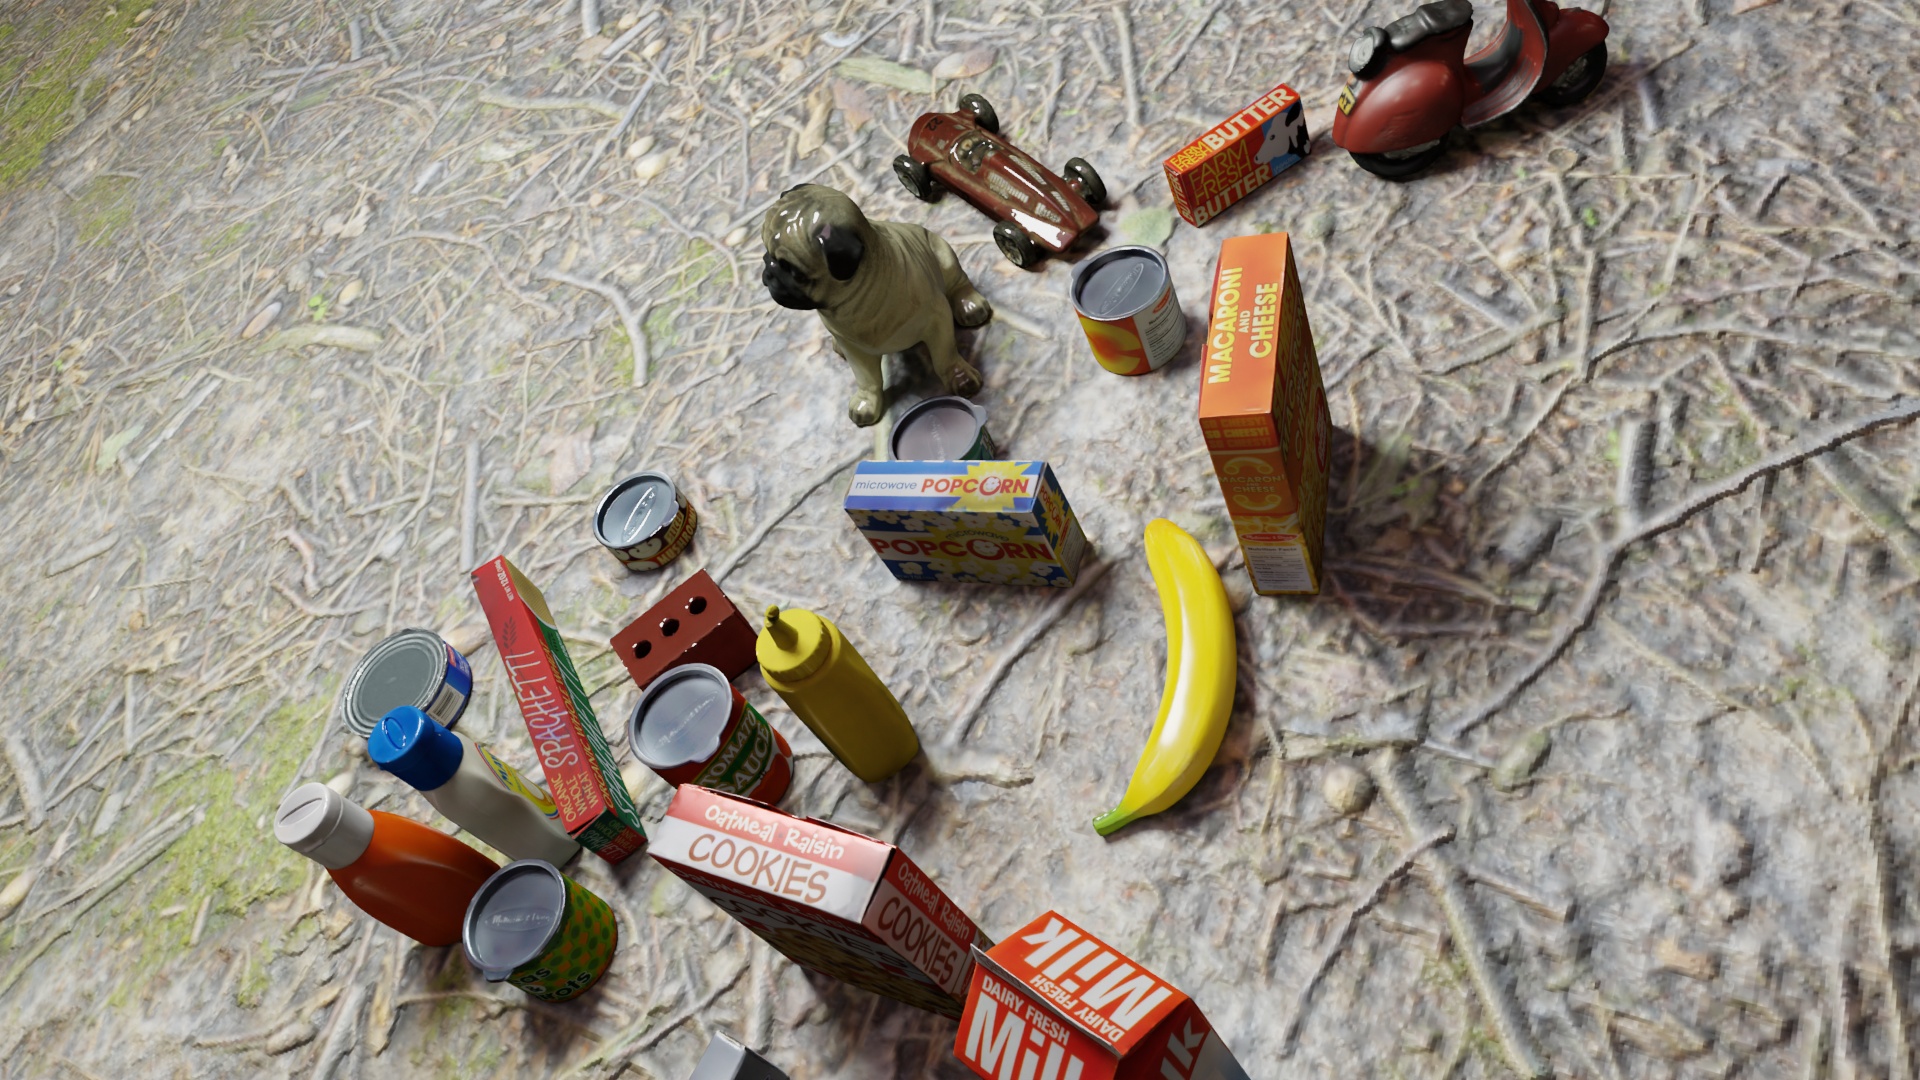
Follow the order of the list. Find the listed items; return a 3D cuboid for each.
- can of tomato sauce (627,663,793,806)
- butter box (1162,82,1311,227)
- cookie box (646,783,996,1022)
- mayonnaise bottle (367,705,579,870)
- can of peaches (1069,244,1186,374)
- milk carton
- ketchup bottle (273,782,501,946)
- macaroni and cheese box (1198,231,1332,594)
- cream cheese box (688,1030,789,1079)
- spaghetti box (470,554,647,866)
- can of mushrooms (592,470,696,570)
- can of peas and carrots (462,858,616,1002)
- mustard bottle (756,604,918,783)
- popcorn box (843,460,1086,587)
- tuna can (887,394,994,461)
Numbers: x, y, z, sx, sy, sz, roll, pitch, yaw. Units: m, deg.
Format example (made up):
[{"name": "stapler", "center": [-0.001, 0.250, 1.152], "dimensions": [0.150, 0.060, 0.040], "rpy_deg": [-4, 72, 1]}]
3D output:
[{"name": "can of tomato sauce", "center": [-0.144, 0.122, 0.817], "dimensions": [0.071, 0.082, 0.071], "rpy_deg": [-12, 52, 16]}, {"name": "butter box", "center": [0.195, -0.269, 0.972], "dimensions": [0.103, 0.053, 0.024], "rpy_deg": [-33, 49, -1]}, {"name": "cookie box", "center": [-0.058, 0.181, 0.680], "dimensions": [0.123, 0.166, 0.040], "rpy_deg": [9, 60, 29]}, {"name": "mayonnaise bottle", "center": [-0.286, 0.146, 0.819], "dimensions": [0.041, 0.147, 0.065], "rpy_deg": [-42, 50, -9]}, {"name": "can of peaches", "center": [0.110, -0.153, 0.921], "dimensions": [0.071, 0.058, 0.071], "rpy_deg": [-12, 52, 16]}, {"name": "milk carton", "center": [0.061, 0.219, 0.583], "dimensions": [0.072, 0.189, 0.073], "rpy_deg": [25, 69, 36]}, {"name": "ketchup bottle", "center": [-0.332, 0.189, 0.809], "dimensions": [0.065, 0.148, 0.044], "rpy_deg": [-30, 49, 2]}, {"name": "macaroni and cheese box", "center": [0.169, -0.065, 0.759], "dimensions": [0.040, 0.165, 0.124], "rpy_deg": [-2, 56, 23]}, {"name": "cream cheese box", "center": [-0.129, 0.305, 0.696], "dimensions": [0.024, 0.053, 0.104], "rpy_deg": [16, 64, 32]}, {"name": "spaghetti box", "center": [-0.266, 0.104, 0.906], "dimensions": [0.029, 0.050, 0.251], "rpy_deg": [-35, 49, -3]}, {"name": "can of mushrooms", "center": [-0.221, -0.013, 0.983], "dimensions": [0.071, 0.033, 0.071], "rpy_deg": [-12, 52, 16]}, {"name": "can of peas and carrots", "center": [-0.241, 0.227, 0.799], "dimensions": [0.071, 0.058, 0.071], "rpy_deg": [-12, 52, 16]}, {"name": "mustard bottle", "center": [-0.075, 0.078, 0.767], "dimensions": [0.049, 0.159, 0.065], "rpy_deg": [-39, 50, -6]}, {"name": "popcorn box", "center": [0.003, -0.011, 0.847], "dimensions": [0.126, 0.085, 0.038], "rpy_deg": [2, 57, 25]}, {"name": "tuna can", "center": [-0.010, -0.063, 0.925], "dimensions": [0.071, 0.032, 0.071], "rpy_deg": [-12, 52, 16]}]
